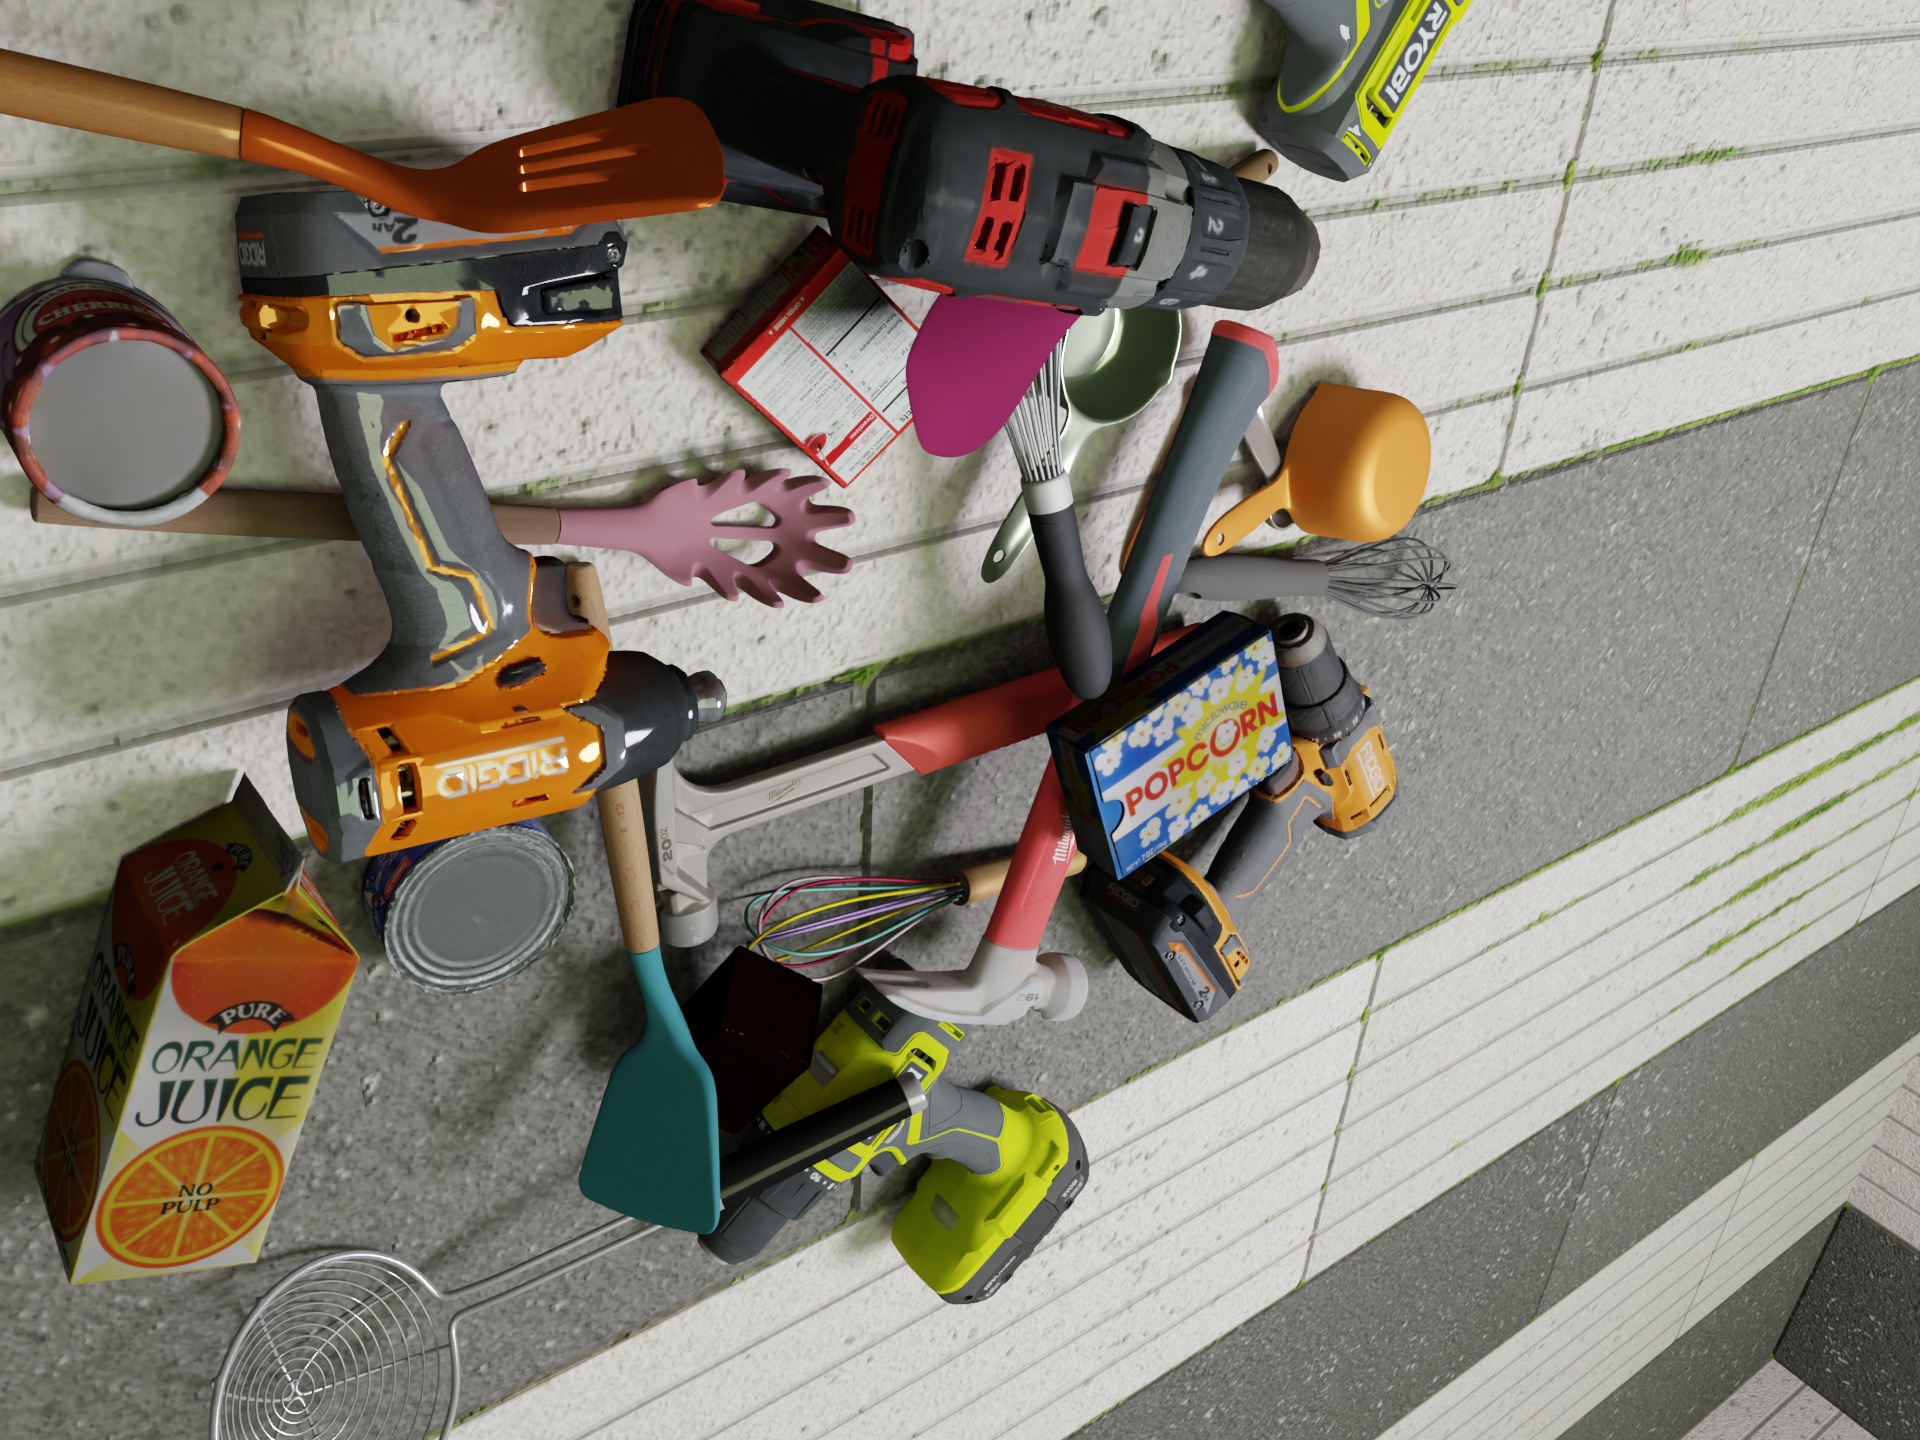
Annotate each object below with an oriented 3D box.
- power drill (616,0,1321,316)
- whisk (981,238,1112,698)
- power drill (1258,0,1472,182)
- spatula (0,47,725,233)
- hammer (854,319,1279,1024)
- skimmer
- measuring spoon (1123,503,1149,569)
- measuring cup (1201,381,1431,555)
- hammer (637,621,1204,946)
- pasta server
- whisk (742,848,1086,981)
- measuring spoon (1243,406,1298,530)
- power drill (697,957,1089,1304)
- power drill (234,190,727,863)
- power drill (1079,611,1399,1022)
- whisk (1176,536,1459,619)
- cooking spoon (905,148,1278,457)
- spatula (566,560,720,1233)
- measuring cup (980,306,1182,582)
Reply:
[{"bbox_3d":[-0.001,-0.196,0.561,0.187,0.227,0.080,-4,119,-39],"label":"power drill"},{"bbox_3d":[0.031,-0.134,0.720,0.070,0.070,0.284,-28,120,-25],"label":"whisk"},{"bbox_3d":[0.159,-0.367,0.703,0.223,0.080,0.171,18,105,-50],"label":"power drill"},{"bbox_3d":[-0.230,-0.182,0.452,0.322,0.081,0.041,6,130,-22],"label":"spatula"},{"bbox_3d":[0.066,-0.021,0.822,0.143,0.038,0.386,11,104,-40],"label":"hammer"},{"bbox_3d":[-0.175,0.267,0.782,0.363,0.090,0.127,-23,98,-15],"label":"skimmer"},{"bbox_3d":[0.113,-0.131,0.866,0.021,0.011,0.117,5,117,-42],"label":"measuring spoon"},{"bbox_3d":[0.203,-0.126,0.886,0.173,0.052,0.095,-35,127,-36],"label":"measuring cup"},{"bbox_3d":[-0.001,-0.003,0.830,0.359,0.037,0.149,-18,127,-31],"label":"hammer"},{"bbox_3d":[-0.182,-0.077,0.624,0.316,0.040,0.060,-2,101,-38],"label":"pasta server"},{"bbox_3d":[-0.020,0.097,0.878,0.245,0.051,0.047,-10,121,-43],"label":"whisk"},{"bbox_3d":[0.163,-0.156,0.890,0.034,0.018,0.124,-52,132,-20],"label":"measuring spoon"},{"bbox_3d":[-0.036,0.264,0.947,0.190,0.080,0.228,-49,134,-5],"label":"power drill"},{"bbox_3d":[-0.166,-0.072,0.576,0.164,0.084,0.226,-13,110,-33],"label":"power drill"},{"bbox_3d":[0.179,0.056,0.995,0.226,0.084,0.185,-45,135,-14],"label":"power drill"},{"bbox_3d":[0.214,-0.085,0.956,0.239,0.055,0.055,-3,119,-35],"label":"whisk"},{"bbox_3d":[0.069,-0.198,0.693,0.319,0.017,0.068,-44,134,-42],"label":"cooking spoon"},{"bbox_3d":[-0.153,0.085,0.719,0.044,0.082,0.317,-38,129,-55],"label":"spatula"},{"bbox_3d":[0.045,-0.146,0.776,0.083,0.038,0.167,19,106,-46],"label":"measuring cup"}]
